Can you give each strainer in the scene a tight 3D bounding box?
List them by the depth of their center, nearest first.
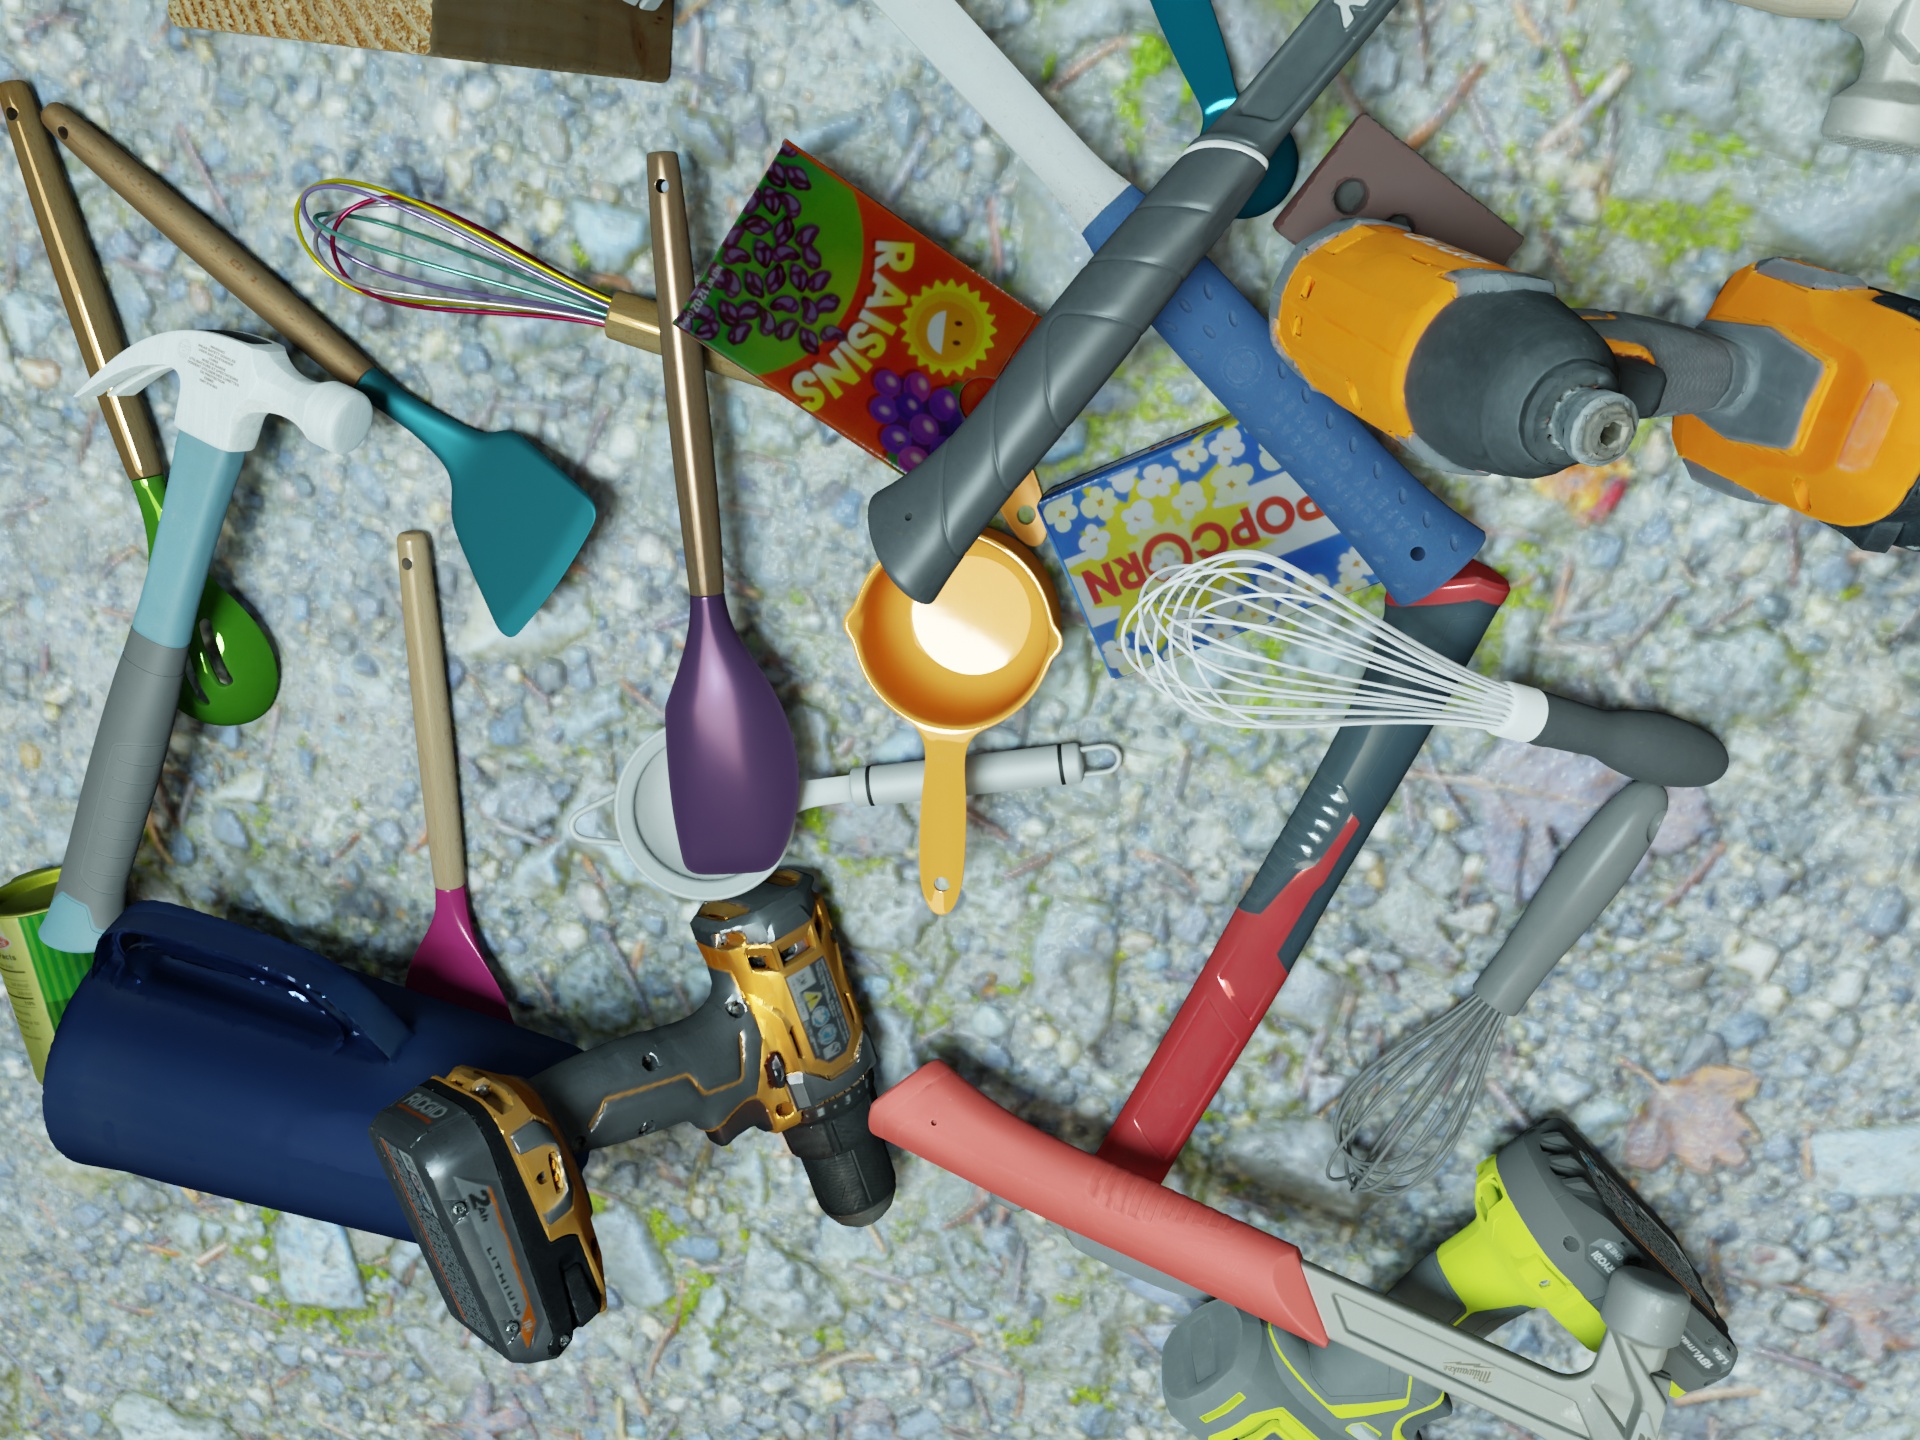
[{"bbox_3d":[-0.053,0.033,0.746,0.258,0.050,0.087,-7,95,8],"label":"strainer"}]

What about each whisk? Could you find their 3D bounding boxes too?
[{"bbox_3d":[0.193,-0.010,0.630,0.284,0.070,0.070,13,114,-20],"label":"whisk"},{"bbox_3d":[-0.172,-0.182,0.695,0.245,0.051,0.047,18,101,-1],"label":"whisk"},{"bbox_3d":[0.239,0.123,0.715,0.055,0.055,0.239,30,108,0],"label":"whisk"}]

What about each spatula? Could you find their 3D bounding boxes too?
[{"bbox_3d":[-0.110,-0.081,0.692,0.060,0.018,0.315,-4,106,1],"label":"spatula"},{"bbox_3d":[-0.295,-0.171,0.722,0.317,0.044,0.082,40,115,-3],"label":"spatula"}]

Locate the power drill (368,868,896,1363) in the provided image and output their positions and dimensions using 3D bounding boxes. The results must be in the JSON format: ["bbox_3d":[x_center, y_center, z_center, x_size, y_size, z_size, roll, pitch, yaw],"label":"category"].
[{"bbox_3d":[-0.131,0.197,0.737,0.084,0.226,0.185,2,115,50],"label":"power drill"}]

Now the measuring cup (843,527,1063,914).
[{"bbox_3d":[-0.001,-0.002,0.709,0.095,0.052,0.173,5,106,10],"label":"measuring cup"}]

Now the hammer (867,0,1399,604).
[{"bbox_3d":[0.107,-0.202,0.538,0.409,0.036,0.149,-50,63,13],"label":"hammer"}]

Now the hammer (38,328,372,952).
[{"bbox_3d":[-0.381,-0.028,0.753,0.128,0.033,0.331,27,108,9],"label":"hammer"}]

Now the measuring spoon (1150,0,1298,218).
[{"bbox_3d":[0.092,-0.248,0.606,0.042,0.021,0.128,-18,122,22],"label":"measuring spoon"}]

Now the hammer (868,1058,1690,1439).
[{"bbox_3d":[0.118,0.249,0.708,0.359,0.036,0.149,19,93,22],"label":"hammer"}]

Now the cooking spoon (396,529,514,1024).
[{"bbox_3d":[-0.262,0.060,0.810,0.069,0.017,0.318,7,111,16],"label":"cooking spoon"}]

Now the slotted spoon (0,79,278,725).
[{"bbox_3d":[-0.401,-0.142,0.764,0.070,0.031,0.313,-9,106,10],"label":"slotted spoon"}]

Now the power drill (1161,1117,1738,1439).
[{"bbox_3d":[0.236,0.310,0.751,0.228,0.080,0.190,-41,107,17],"label":"power drill"}]

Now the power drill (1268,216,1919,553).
[{"bbox_3d":[0.236,-0.112,0.532,0.226,0.164,0.084,3,116,-17],"label":"power drill"}]

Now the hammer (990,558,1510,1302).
[{"bbox_3d":[0.154,0.106,0.730,0.143,0.038,0.386,25,112,1],"label":"hammer"}]

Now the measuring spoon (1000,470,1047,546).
[{"bbox_3d":[0.012,-0.129,0.692,0.021,0.011,0.116,-24,107,-1],"label":"measuring spoon"}]

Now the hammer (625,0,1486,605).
[{"bbox_3d":[0.044,-0.198,0.605,0.144,0.035,0.405,-42,96,20],"label":"hammer"}]

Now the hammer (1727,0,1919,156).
[{"bbox_3d":[0.167,-0.321,0.576,0.410,0.038,0.146,14,110,7],"label":"hammer"}]
